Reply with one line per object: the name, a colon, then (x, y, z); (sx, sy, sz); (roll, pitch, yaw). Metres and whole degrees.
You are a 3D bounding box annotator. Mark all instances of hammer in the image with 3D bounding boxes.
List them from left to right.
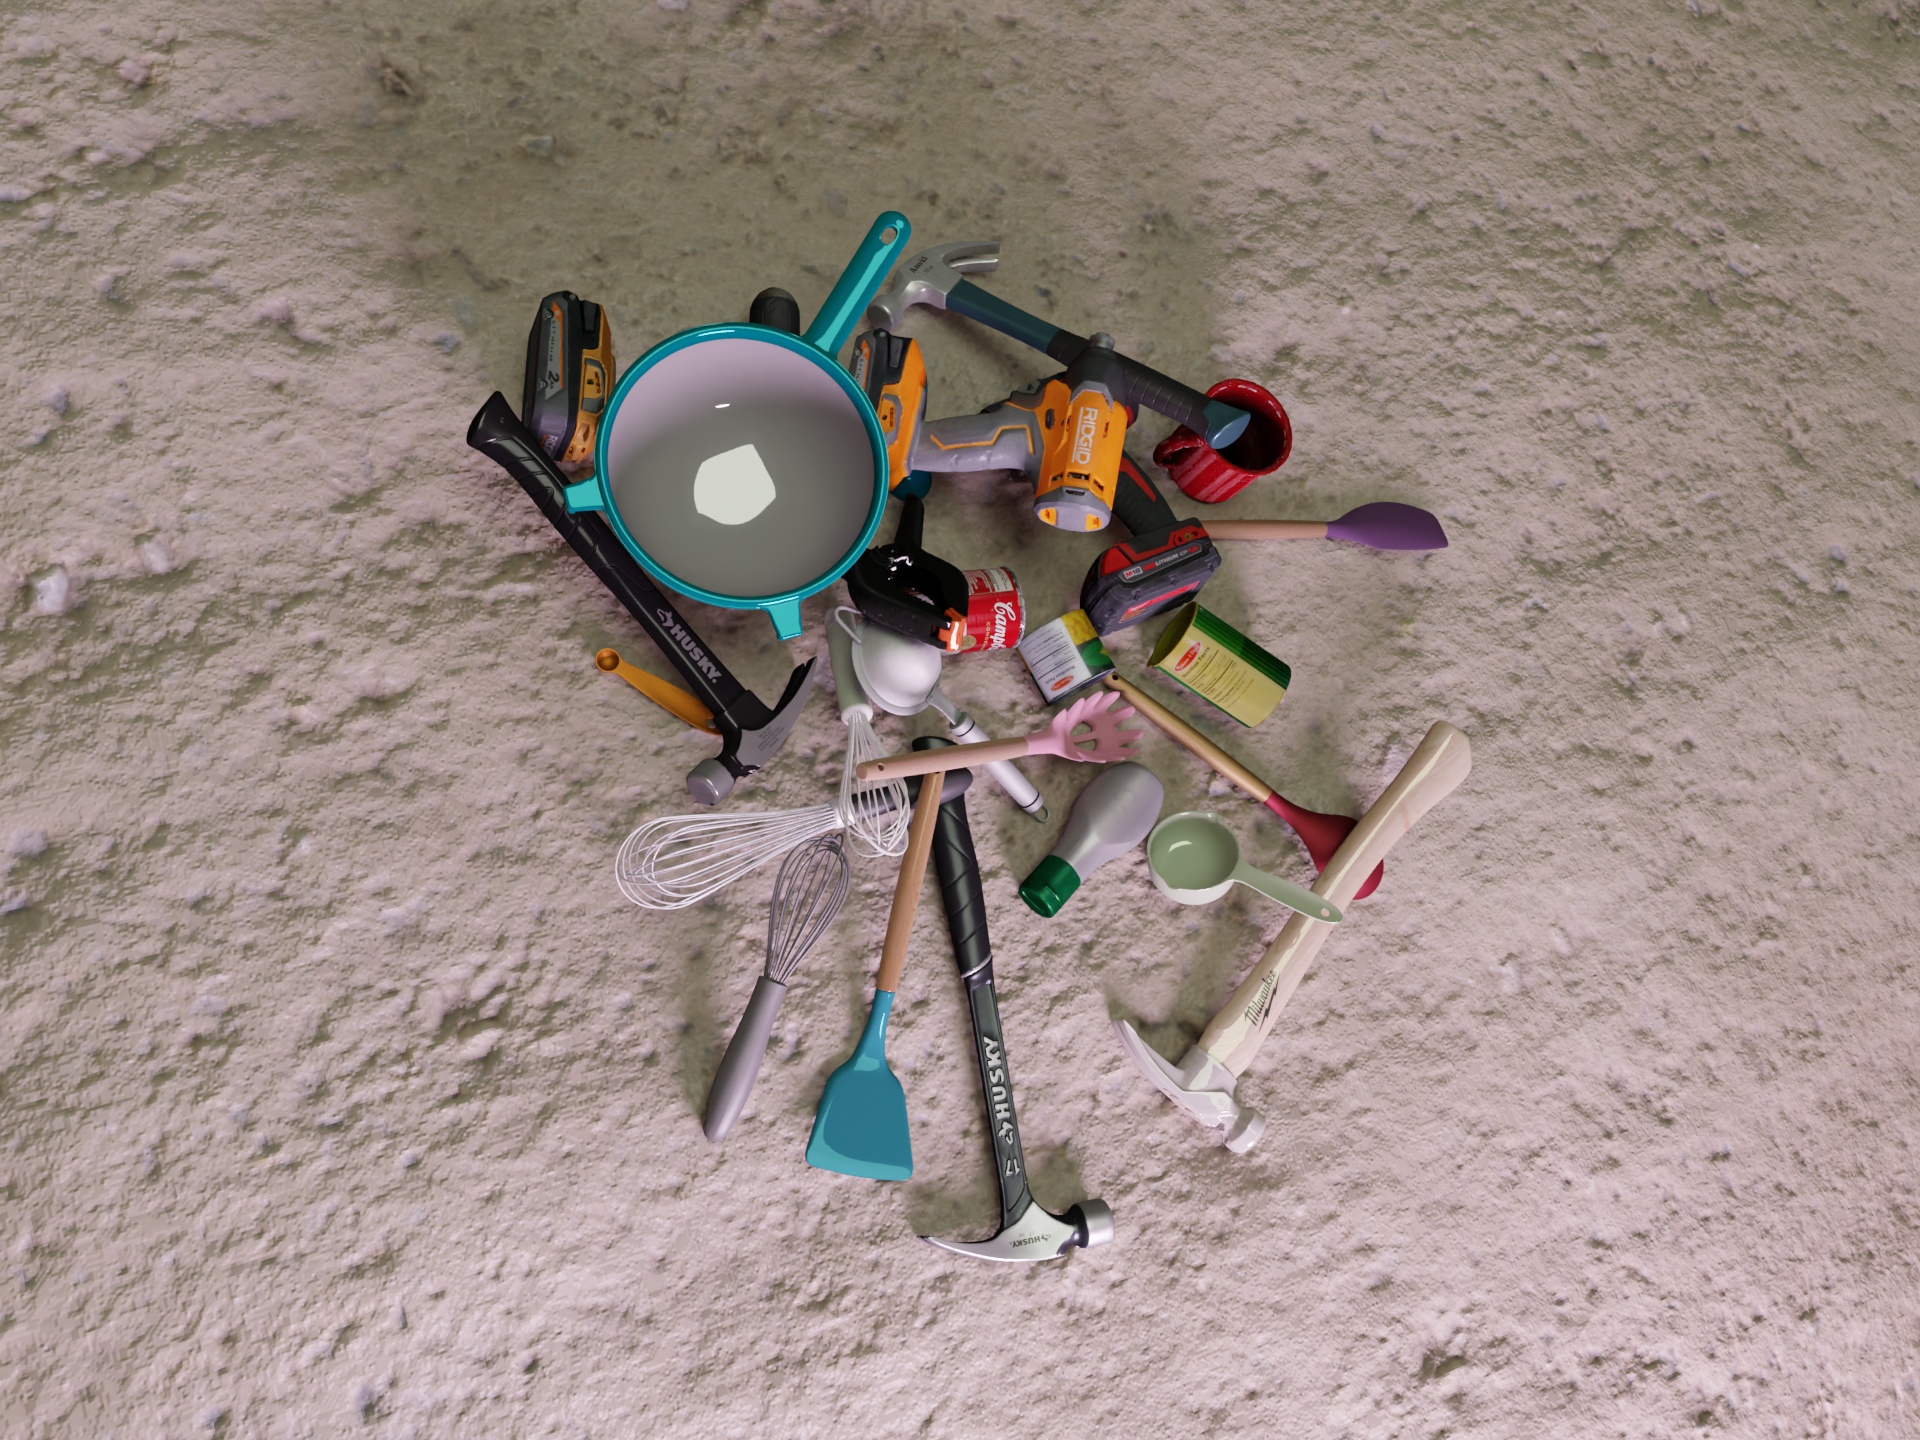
hammer: (-0.244, -0.106, 1.190); (0.334, 0.035, 0.146); (51, 53, -11)
hammer: (0.010, 0.210, 1.232); (0.149, 0.036, 0.409); (-5, 76, -21)
hammer: (0.091, -0.316, 1.358); (0.331, 0.033, 0.128); (29, 61, 13)
hammer: (0.295, 0.151, 1.328); (0.146, 0.038, 0.411); (42, 72, -3)

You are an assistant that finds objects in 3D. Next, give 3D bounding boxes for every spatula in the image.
spatula: (-0.046, 0.178, 1.190); (0.082, 0.044, 0.317); (13, 87, -12)
spatula: (0.312, -0.178, 1.466); (0.315, 0.018, 0.060); (-3, 58, -21)

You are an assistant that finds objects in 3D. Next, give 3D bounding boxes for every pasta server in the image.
pasta server: (0.036, 0.020, 1.231); (0.316, 0.040, 0.060); (-8, 76, -50)

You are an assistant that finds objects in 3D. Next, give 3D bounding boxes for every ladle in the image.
ladle: (0.244, 0.049, 1.371); (0.315, 0.031, 0.069); (36, 66, -5)

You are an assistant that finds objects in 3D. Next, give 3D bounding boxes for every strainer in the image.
strainer: (-0.135, -0.233, 1.195); (0.211, 0.095, 0.340); (31, 75, -8)
strainer: (-0.002, -0.004, 1.248); (0.258, 0.050, 0.087); (48, 52, -29)

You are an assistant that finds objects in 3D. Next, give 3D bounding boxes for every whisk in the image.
whisk: (-0.135, 0.192, 1.155); (0.055, 0.055, 0.239); (23, 83, -13)
whisk: (-0.120, 0.077, 1.197); (0.284, 0.070, 0.070); (-16, 80, -20)
whisk: (-0.077, 0.002, 1.213); (0.059, 0.058, 0.247); (29, 35, -40)

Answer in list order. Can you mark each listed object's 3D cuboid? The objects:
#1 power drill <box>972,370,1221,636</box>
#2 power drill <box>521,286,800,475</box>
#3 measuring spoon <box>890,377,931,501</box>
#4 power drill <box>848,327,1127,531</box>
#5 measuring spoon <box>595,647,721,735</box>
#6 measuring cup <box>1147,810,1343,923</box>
power drill: (0.099, -0.189, 1.356); (0.188, 0.080, 0.227); (-22, 76, -18)
power drill: (-0.225, -0.276, 1.265); (0.226, 0.084, 0.185); (7, 72, -23)
measuring spoon: (-0.039, -0.249, 1.355); (0.042, 0.021, 0.129); (10, 73, -18)
power drill: (0.022, -0.251, 1.293); (0.226, 0.084, 0.164); (10, 77, 5)
measuring spoon: (-0.230, -0.020, 1.226); (0.117, 0.011, 0.021); (32, 66, -13)
measuring cup: (0.231, 0.134, 1.297); (0.168, 0.038, 0.083); (24, 60, 19)
